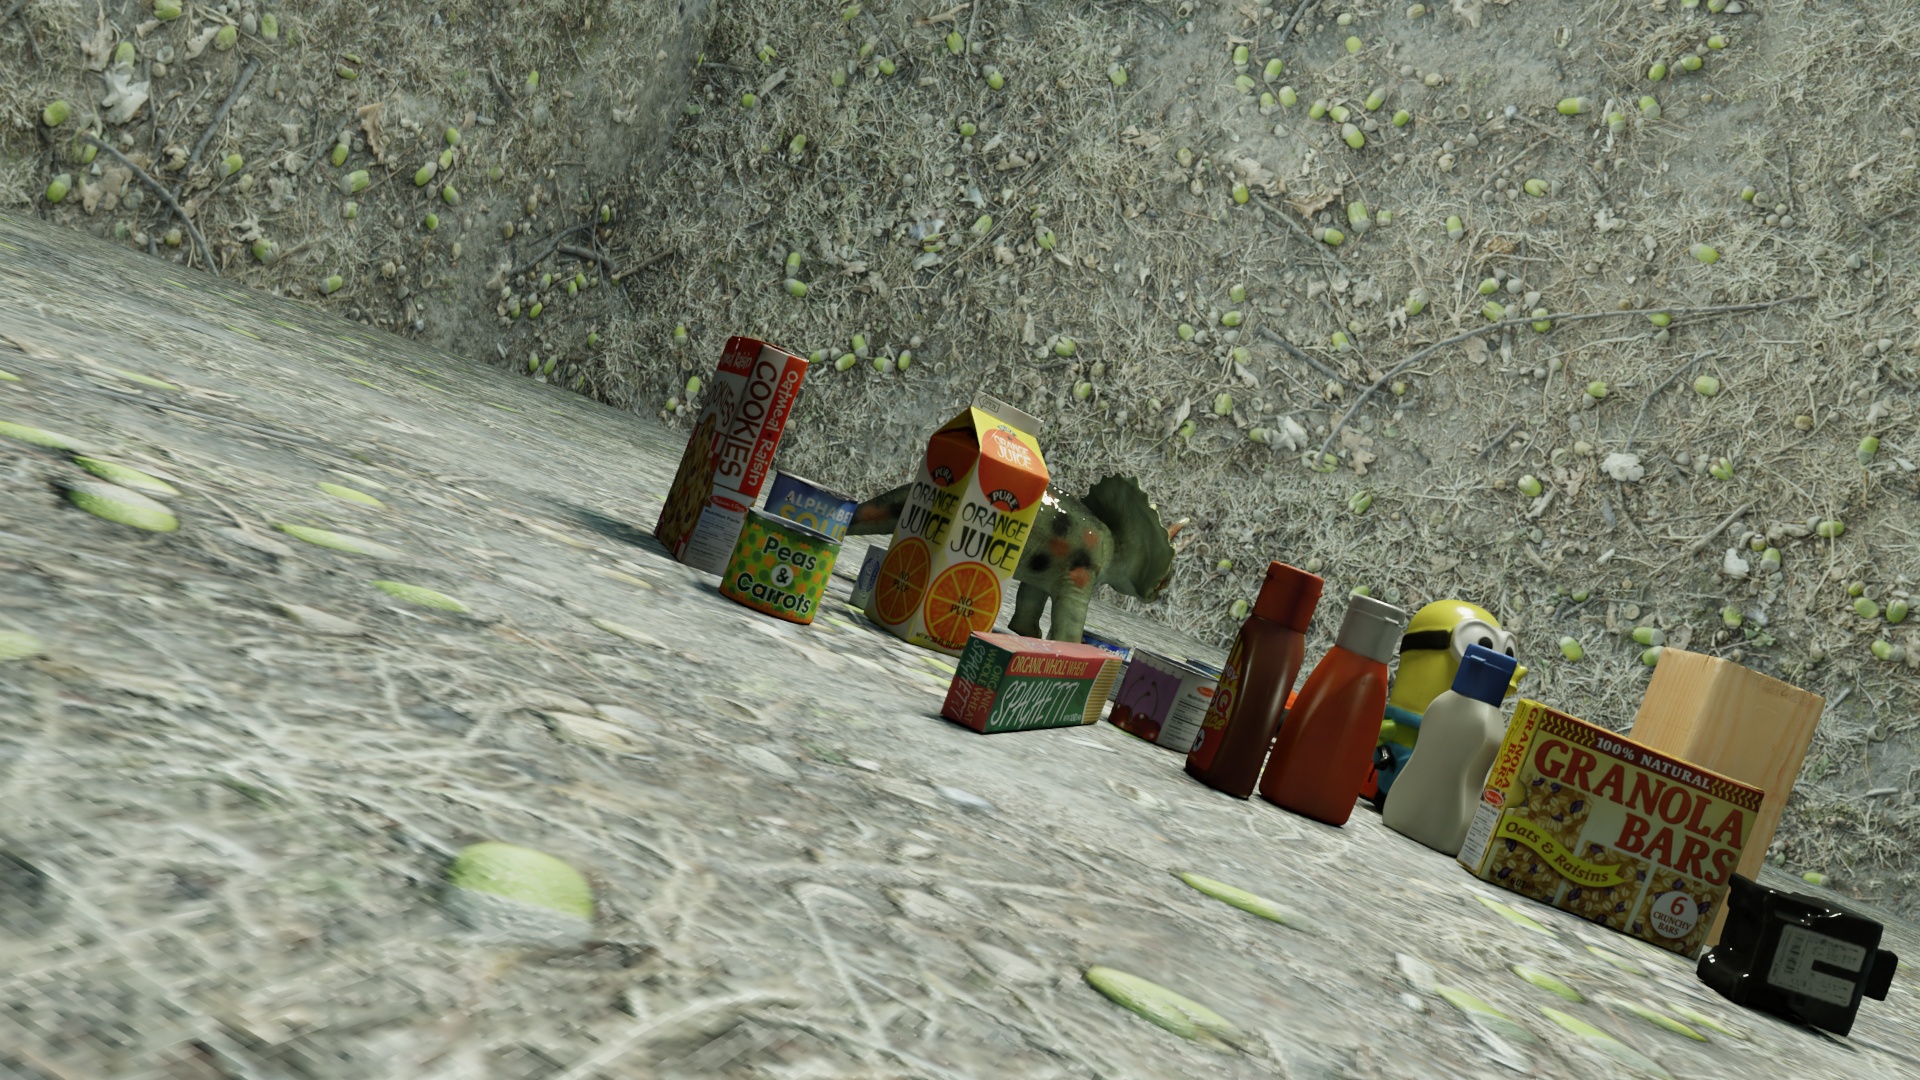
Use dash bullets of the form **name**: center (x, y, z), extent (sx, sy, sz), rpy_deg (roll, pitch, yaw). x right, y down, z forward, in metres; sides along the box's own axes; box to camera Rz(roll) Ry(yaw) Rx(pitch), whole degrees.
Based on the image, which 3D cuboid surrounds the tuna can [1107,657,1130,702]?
- **tuna can**: center (0.130, 0.117, 1.182), extent (0.071, 0.033, 0.071), rpy_deg (21, 2, 0)

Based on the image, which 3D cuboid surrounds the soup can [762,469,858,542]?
- **soup can**: center (-0.122, -0.003, 1.053), extent (0.071, 0.083, 0.071), rpy_deg (21, 1, 0)

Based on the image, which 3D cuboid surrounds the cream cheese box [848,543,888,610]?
- **cream cheese box**: center (-0.048, 0.038, 1.162), extent (0.024, 0.053, 0.104), rpy_deg (22, 2, 32)

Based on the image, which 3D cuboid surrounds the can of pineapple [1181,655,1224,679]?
- **can of pineapple**: center (0.208, 0.134, 1.155), extent (0.071, 0.058, 0.071), rpy_deg (21, 2, 0)

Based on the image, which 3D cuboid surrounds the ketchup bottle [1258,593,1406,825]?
- **ketchup bottle**: center (0.252, 0.110, 0.918), extent (0.065, 0.148, 0.043), rpy_deg (21, 1, -20)

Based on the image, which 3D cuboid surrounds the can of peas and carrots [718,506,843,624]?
- **can of peas and carrots**: center (-0.117, 0.017, 0.906), extent (0.071, 0.058, 0.071), rpy_deg (21, 2, 0)

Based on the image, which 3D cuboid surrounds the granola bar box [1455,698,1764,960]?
- **granola bar box**: center (0.440, 0.195, 0.941), extent (0.165, 0.124, 0.039), rpy_deg (21, 1, -3)

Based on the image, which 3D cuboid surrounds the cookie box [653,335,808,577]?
- **cookie box**: center (-0.173, -0.067, 1.030), extent (0.040, 0.167, 0.123), rpy_deg (21, 1, -23)

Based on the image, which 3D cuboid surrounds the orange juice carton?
- **orange juice carton**: center (0.004, -0.013, 1.057), extent (0.072, 0.192, 0.073), rpy_deg (20, 1, -35)

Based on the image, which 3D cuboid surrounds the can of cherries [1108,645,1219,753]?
- **can of cherries**: center (0.146, 0.115, 1.010), extent (0.071, 0.058, 0.071), rpy_deg (21, 2, 0)

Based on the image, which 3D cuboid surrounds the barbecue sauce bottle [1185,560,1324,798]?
- **barbecue sauce bottle**: center (0.192, 0.088, 0.895), extent (0.044, 0.148, 0.065), rpy_deg (21, 1, -5)

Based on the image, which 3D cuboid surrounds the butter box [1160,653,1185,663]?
- **butter box**: center (0.165, 0.122, 1.092), extent (0.024, 0.053, 0.103), rpy_deg (21, 2, -1)

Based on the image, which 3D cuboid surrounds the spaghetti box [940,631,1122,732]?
- **spaghetti box**: center (0.050, 0.088, 0.853), extent (0.029, 0.050, 0.250), rpy_deg (22, 2, 21)

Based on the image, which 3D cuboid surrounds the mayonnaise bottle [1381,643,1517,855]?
- **mayonnaise bottle**: center (0.361, 0.149, 1.008), extent (0.041, 0.148, 0.065), rpy_deg (20, 2, -42)
